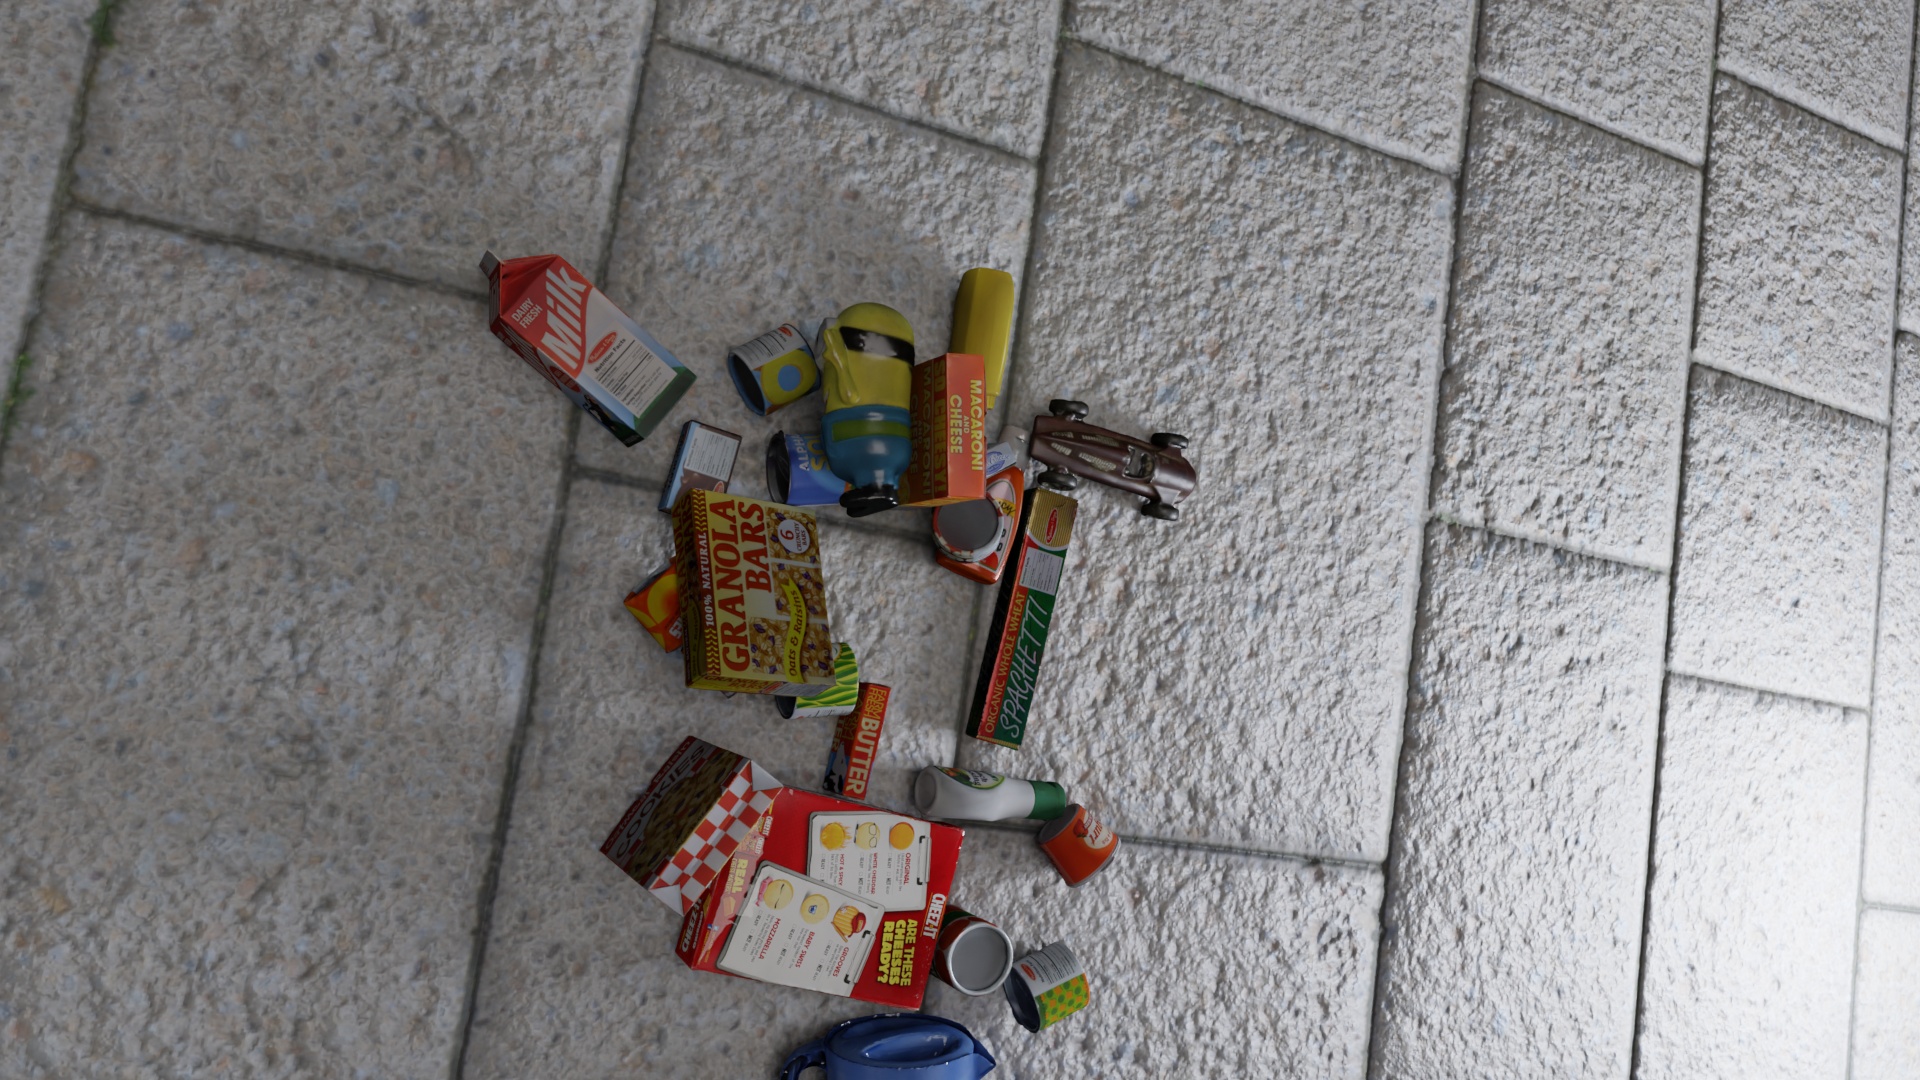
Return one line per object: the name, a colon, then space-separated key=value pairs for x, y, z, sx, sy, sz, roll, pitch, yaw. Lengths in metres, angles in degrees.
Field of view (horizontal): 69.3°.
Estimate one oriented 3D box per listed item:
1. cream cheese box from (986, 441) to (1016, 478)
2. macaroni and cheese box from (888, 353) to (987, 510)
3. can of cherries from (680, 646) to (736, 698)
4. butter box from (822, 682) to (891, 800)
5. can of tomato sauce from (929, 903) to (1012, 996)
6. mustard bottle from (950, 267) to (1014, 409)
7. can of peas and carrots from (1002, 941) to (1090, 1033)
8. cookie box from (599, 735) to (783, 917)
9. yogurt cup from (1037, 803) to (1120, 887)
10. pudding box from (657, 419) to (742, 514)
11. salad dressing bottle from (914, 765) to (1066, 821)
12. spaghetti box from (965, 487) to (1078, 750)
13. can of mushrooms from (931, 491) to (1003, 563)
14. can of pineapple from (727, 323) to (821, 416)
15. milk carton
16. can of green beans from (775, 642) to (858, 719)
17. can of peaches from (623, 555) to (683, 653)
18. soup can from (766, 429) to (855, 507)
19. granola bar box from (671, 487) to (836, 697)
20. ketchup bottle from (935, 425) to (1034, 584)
cream cheese box: x=0.004 y=-0.069 z=1.280 sx=0.053 sy=0.103 sz=0.024 roll=-28 pitch=102 yaw=-22
macaroni and cheese box: x=-0.029 y=-0.093 z=1.231 sx=0.040 sy=0.166 sz=0.123 roll=1 pitch=87 yaw=-25
can of cherries: x=-0.199 y=0.094 z=1.198 sx=0.058 sy=0.071 sz=0.072 roll=46 pitch=71 yaw=-10
butter box: x=-0.093 y=0.178 z=1.248 sx=0.024 sy=0.053 sz=0.103 roll=17 pitch=80 yaw=-25
can of tomato sauce: x=-0.001 y=0.373 z=1.262 sx=0.071 sy=0.083 sz=0.071 roll=2 pitch=86 yaw=-25
mustard bottle: x=0.017 y=-0.175 z=1.317 sx=0.049 sy=0.065 sz=0.160 roll=6 pitch=90 yaw=-19
can of peas and carrots: x=0.080 y=0.421 z=1.307 sx=0.059 sy=0.071 sz=0.071 roll=-18 pitch=95 yaw=-25
cookie box: x=-0.222 y=0.225 z=1.125 sx=0.040 sy=0.167 sz=0.123 roll=44 pitch=71 yaw=-20
yogurt cup: x=0.111 y=0.289 z=1.330 sx=0.072 sy=0.072 sz=0.054 roll=-44 pitch=97 yaw=-20
pudding box: x=-0.228 y=-0.058 z=1.214 sx=0.050 sy=0.030 sz=0.084 roll=18 pitch=80 yaw=-24
salad dressing bottle: x=0.030 y=0.239 z=1.300 sx=0.148 sy=0.064 sz=0.044 roll=11 pitch=94 yaw=-32
spaghetti box: x=0.059 y=0.074 z=1.337 sx=0.050 sy=0.028 sz=0.250 roll=18 pitch=80 yaw=-23
can of mushrooms: x=0.005 y=-0.016 z=1.275 sx=0.071 sy=0.033 sz=0.071 roll=0 pitch=77 yaw=-2
can of pineapple: x=-0.164 y=-0.149 z=1.229 sx=0.058 sy=0.071 sz=0.071 roll=-30 pitch=99 yaw=-22
milk carton: x=-0.321 y=-0.169 z=1.155 sx=0.190 sy=0.072 sz=0.073 roll=42 pitch=72 yaw=-18
can of green beans: x=-0.128 y=0.123 z=1.229 sx=0.058 sy=0.071 sz=0.071 roll=0 pitch=87 yaw=-25
can of peaches: x=-0.242 y=0.053 z=1.178 sx=0.071 sy=0.071 sz=0.058 roll=-43 pitch=103 yaw=-20
soup can: x=-0.123 y=-0.066 z=1.240 sx=0.084 sy=0.071 sz=0.071 roll=-4 pitch=89 yaw=-25
granola bar box: x=-0.174 y=0.046 z=1.167 sx=0.124 sy=0.039 sz=0.166 roll=10 pitch=59 yaw=-38
ketchup bottle: x=0.030 y=-0.036 z=1.323 sx=0.065 sy=0.043 sz=0.149 roll=25 pitch=76 yaw=-14
